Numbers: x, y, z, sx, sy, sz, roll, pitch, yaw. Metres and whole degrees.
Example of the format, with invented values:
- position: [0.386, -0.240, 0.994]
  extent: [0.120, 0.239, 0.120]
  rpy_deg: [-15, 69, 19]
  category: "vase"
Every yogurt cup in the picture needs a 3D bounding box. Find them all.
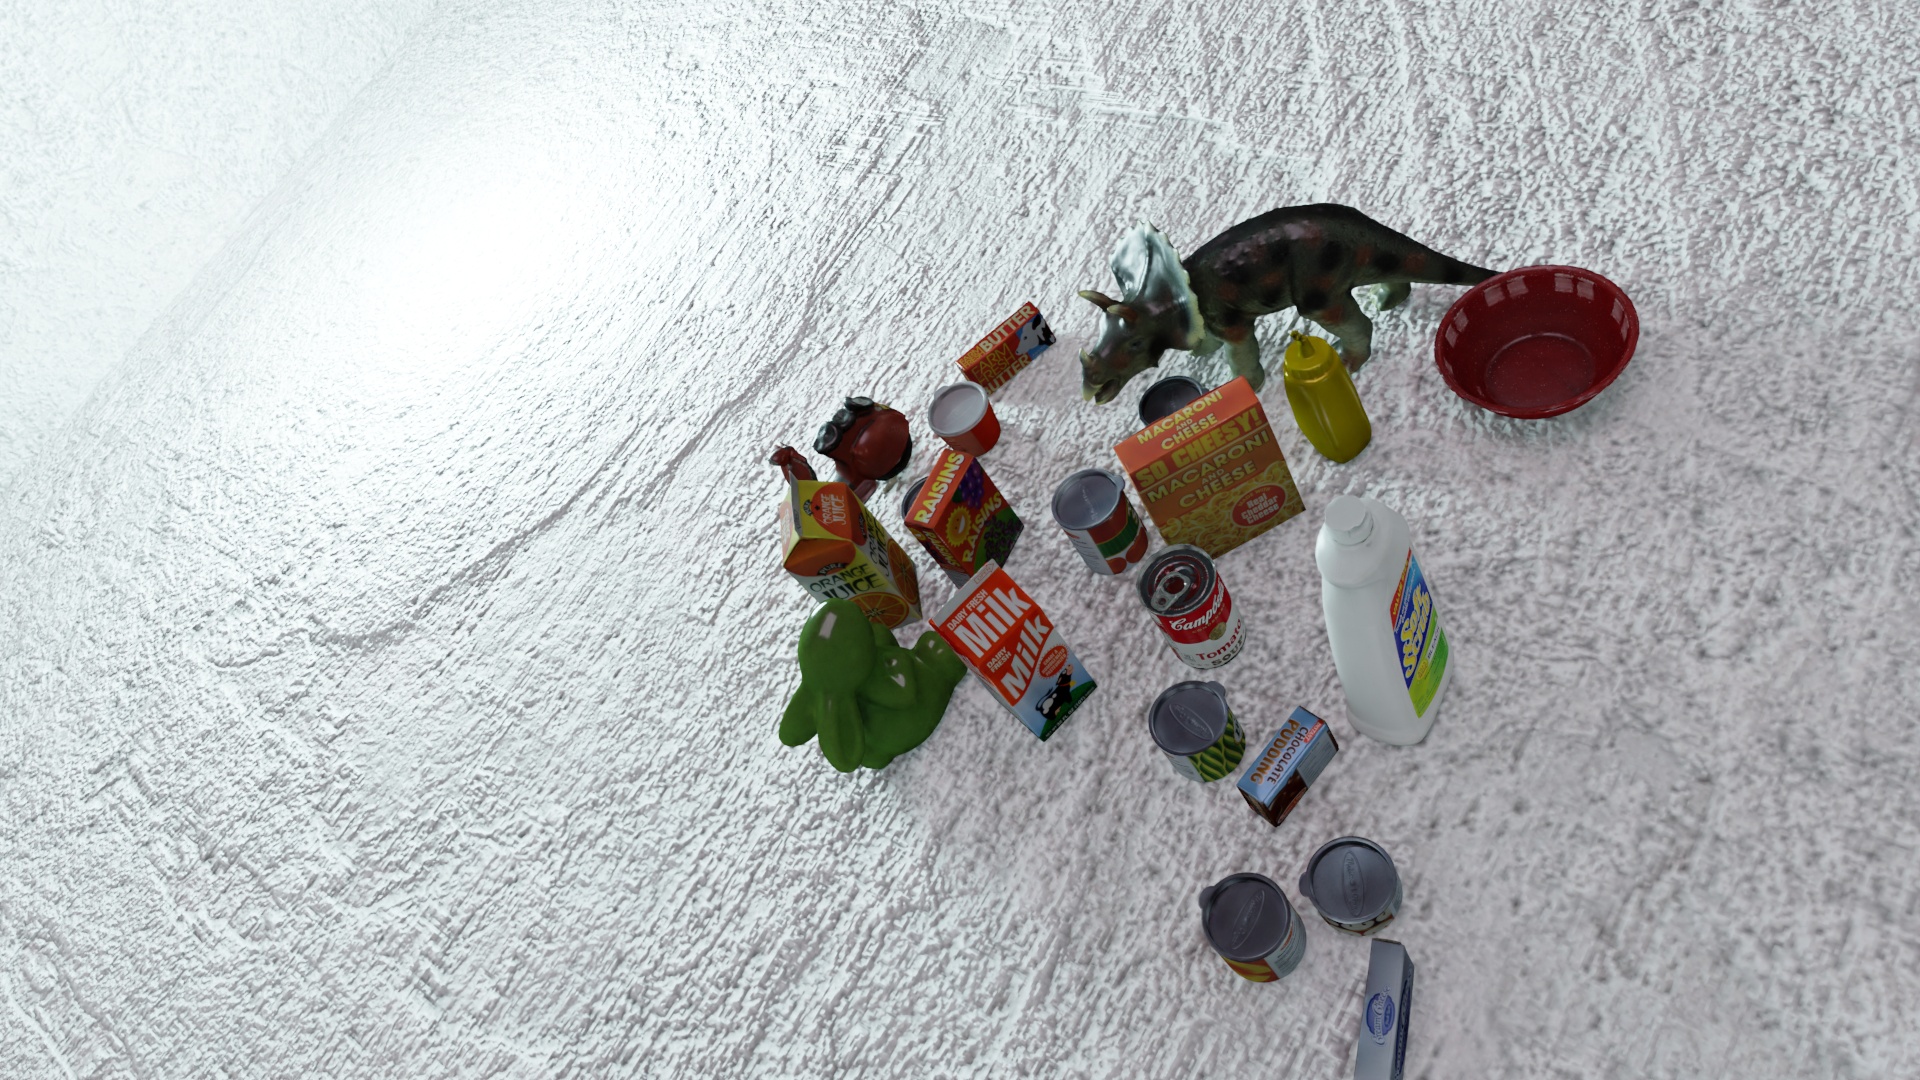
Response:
- position: [0.007, -0.121, 1.427]
  extent: [0.072, 0.053, 0.073]
  rpy_deg: [-14, 53, 20]
  category: "yogurt cup"

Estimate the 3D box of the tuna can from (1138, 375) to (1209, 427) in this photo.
- position: [0.209, -0.123, 1.333]
  extent: [0.071, 0.032, 0.071]
  rpy_deg: [-14, 53, 19]
  category: "tuna can"

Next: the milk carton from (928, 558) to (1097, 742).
- position: [0.039, 0.087, 1.173]
  extent: [0.072, 0.190, 0.073]
  rpy_deg: [-46, 49, -7]
  category: "milk carton"

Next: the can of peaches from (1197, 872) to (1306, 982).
- position: [0.216, 0.286, 1.027]
  extent: [0.071, 0.058, 0.071]
  rpy_deg: [-14, 53, 20]
  category: "can of peaches"

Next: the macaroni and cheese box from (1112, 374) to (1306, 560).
- position: [0.215, -0.053, 1.192]
  extent: [0.123, 0.166, 0.040]
  rpy_deg: [-29, 49, 8]
  category: "macaroni and cheese box"

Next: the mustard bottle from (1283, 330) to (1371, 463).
- position: [0.311, -0.131, 1.199]
  extent: [0.049, 0.159, 0.065]
  rpy_deg: [-40, 49, -2]
  category: "mustard bottle"

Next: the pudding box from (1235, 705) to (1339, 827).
- position: [0.257, 0.177, 1.087]
  extent: [0.030, 0.049, 0.084]
  rpy_deg: [32, 77, 40]
  category: "pudding box"

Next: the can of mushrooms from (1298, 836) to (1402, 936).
- position: [0.288, 0.256, 1.026]
  extent: [0.071, 0.033, 0.071]
  rpy_deg: [-14, 53, 19]
  category: "can of mushrooms"

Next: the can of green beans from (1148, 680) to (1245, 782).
- position: [0.193, 0.156, 1.130]
  extent: [0.071, 0.057, 0.071]
  rpy_deg: [-14, 53, 20]
  category: "can of green beans"

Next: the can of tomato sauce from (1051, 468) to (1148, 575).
- position: [0.130, -0.017, 1.268]
  extent: [0.071, 0.083, 0.071]
  rpy_deg: [-14, 53, 20]
  category: "can of tomato sauce"

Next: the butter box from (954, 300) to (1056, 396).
- position: [0.048, -0.199, 1.459]
  extent: [0.103, 0.053, 0.024]
  rpy_deg: [-39, 49, -1]
  category: "butter box"

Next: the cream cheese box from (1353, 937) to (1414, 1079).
- position: [0.292, 0.333, 0.956]
  extent: [0.024, 0.053, 0.104]
  rpy_deg: [1, 59, 29]
  category: "cream cheese box"

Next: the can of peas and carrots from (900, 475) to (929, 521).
- position: [-0.016, -0.025, 1.368]
  extent: [0.071, 0.058, 0.071]
  rpy_deg: [-14, 53, 20]
  category: "can of peas and carrots"

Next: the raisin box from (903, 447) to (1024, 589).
- position: [0.005, -0.016, 1.308]
  extent: [0.040, 0.123, 0.086]
  rpy_deg: [15, 67, 35]
  category: "raisin box"

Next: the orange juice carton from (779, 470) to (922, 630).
- position: [-0.111, 0.013, 1.304]
  extent: [0.073, 0.192, 0.072]
  rpy_deg: [-21, 51, 15]
  category: "orange juice carton"
